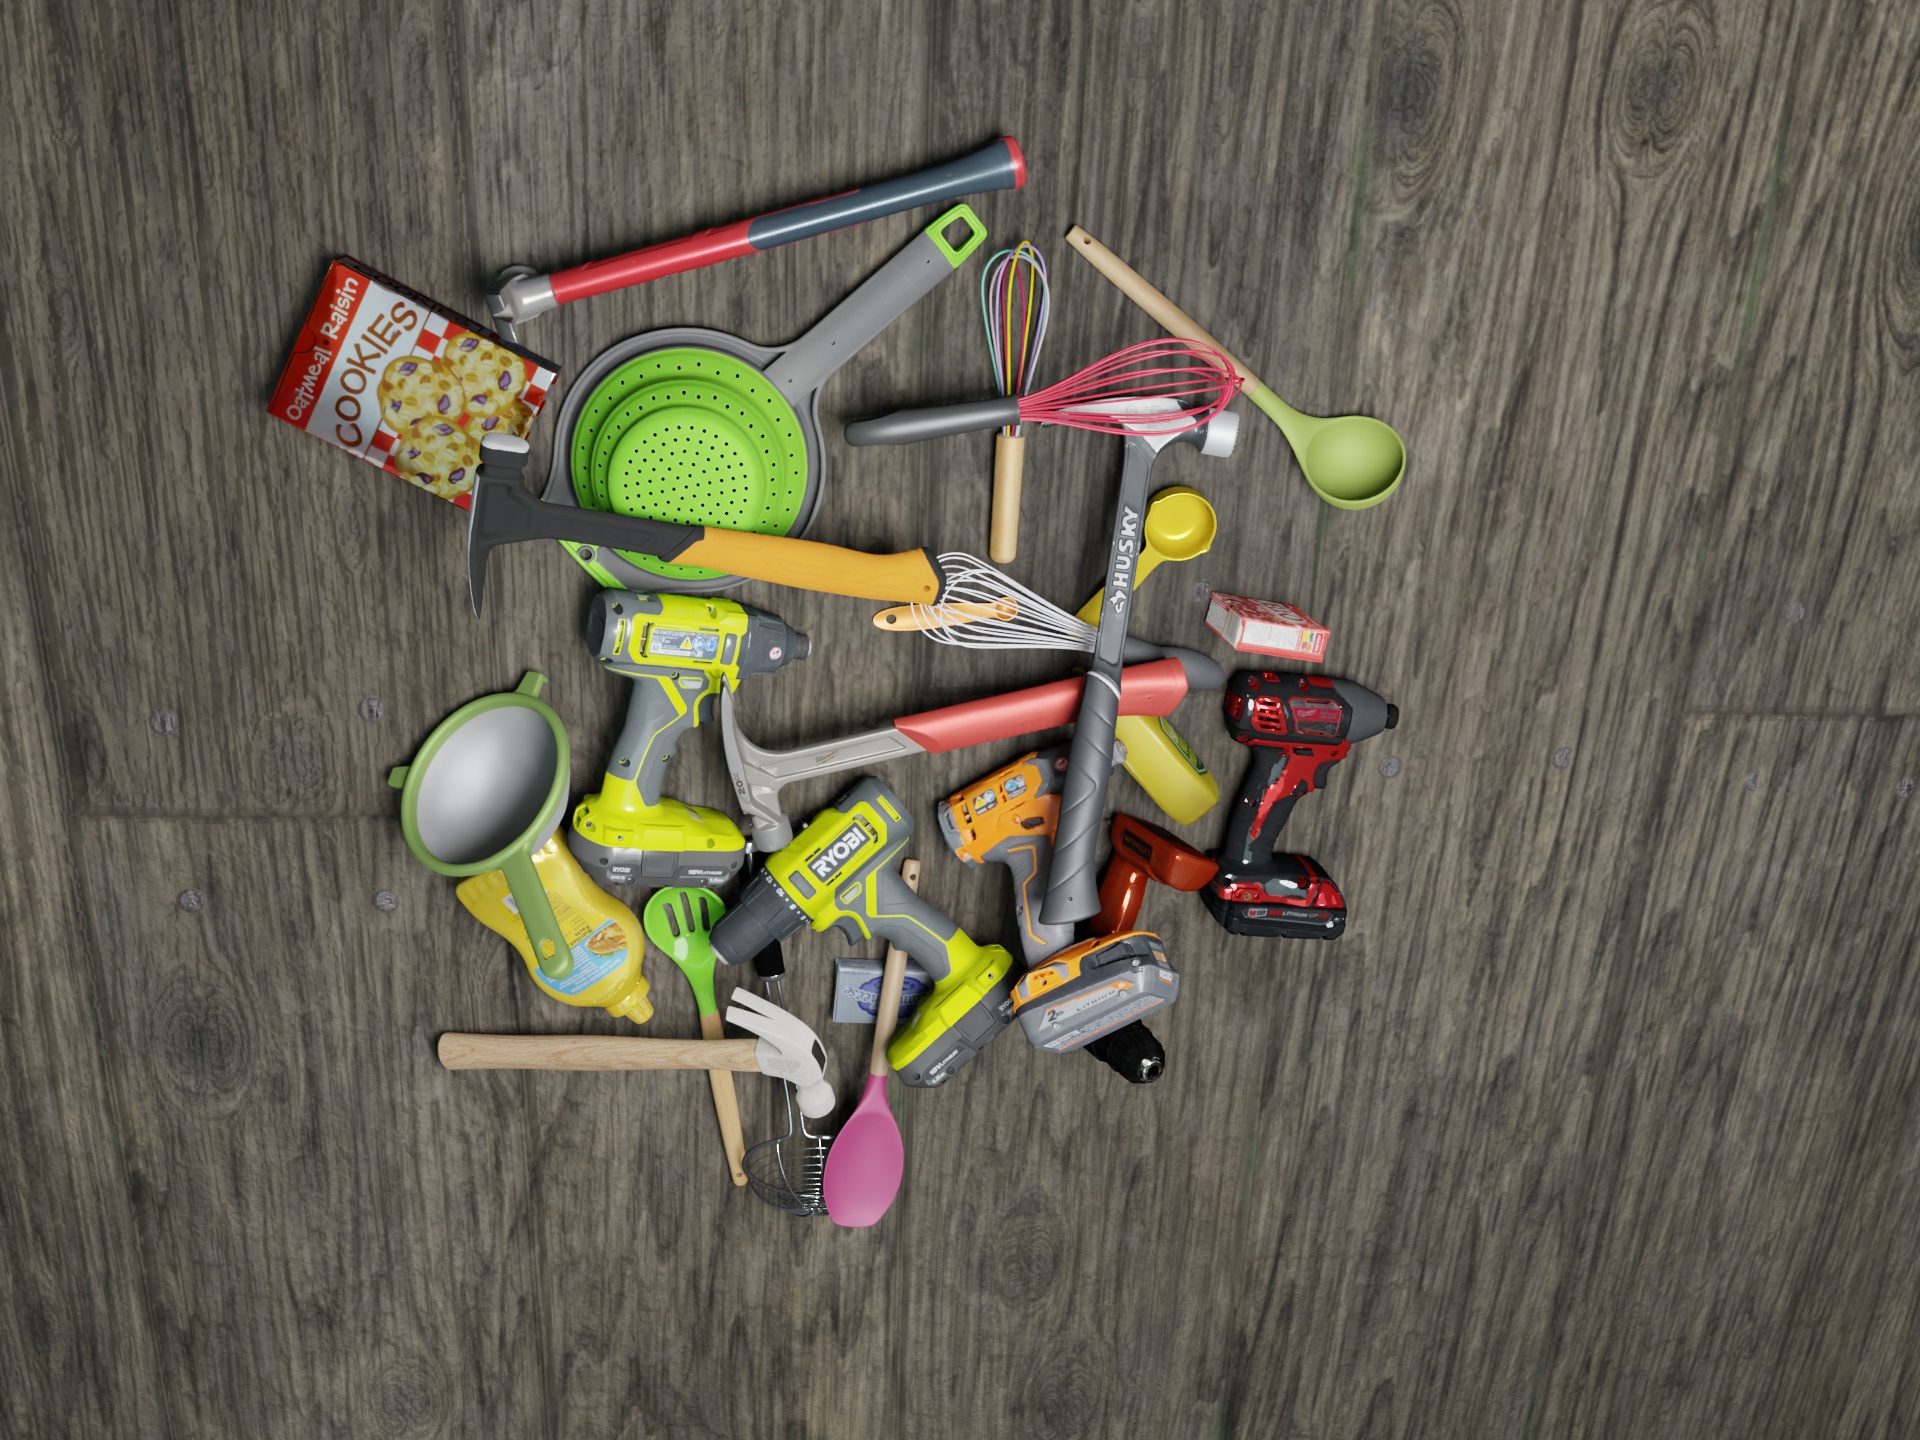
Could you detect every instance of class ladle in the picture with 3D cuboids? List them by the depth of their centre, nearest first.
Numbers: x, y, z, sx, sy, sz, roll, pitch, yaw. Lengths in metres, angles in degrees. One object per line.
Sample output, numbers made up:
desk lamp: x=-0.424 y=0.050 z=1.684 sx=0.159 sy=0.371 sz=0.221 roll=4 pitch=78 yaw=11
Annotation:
ladle: x=0.209 y=-0.272 z=1.209 sx=0.320 sy=0.062 sz=0.078 roll=36 pitch=78 yaw=-15

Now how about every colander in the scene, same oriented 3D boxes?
colander: x=-0.137 y=-0.232 z=1.158 sx=0.397 sy=0.095 sz=0.204 roll=-39 pitch=110 yaw=8

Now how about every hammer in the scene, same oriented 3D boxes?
hammer: x=-0.138 y=-0.338 z=1.106 sx=0.386 sy=0.143 sz=0.038 roll=-17 pitch=114 yaw=-5
hammer: x=-0.175 y=-0.114 z=1.129 sx=0.336 sy=0.034 sz=0.127 roll=7 pitch=115 yaw=-17
hammer: x=0.106 y=-0.047 z=1.198 sx=0.149 sy=0.036 sz=0.409 roll=10 pitch=85 yaw=-1
hammer: x=-0.002 y=-0.004 z=1.229 sx=0.359 sy=0.037 sz=0.149 roll=-13 pitch=118 yaw=-5
hammer: x=-0.274 y=0.273 z=1.310 sx=0.331 sy=0.031 sz=0.129 roll=-1 pitch=130 yaw=11

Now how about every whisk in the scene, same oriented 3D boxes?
whisk: x=0.061 y=-0.230 z=1.162 sx=0.296 sy=0.073 sz=0.073 roll=-8 pitch=111 yaw=0
whisk: x=0.037 y=-0.238 z=1.207 sx=0.051 sy=0.047 sz=0.244 roll=0 pitch=113 yaw=-8
whisk: x=0.091 y=-0.070 z=1.258 sx=0.284 sy=0.070 sz=0.070 roll=14 pitch=108 yaw=-23

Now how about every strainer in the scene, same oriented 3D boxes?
strainer: x=-0.328 y=0.096 z=1.204 sx=0.151 sy=0.257 sz=0.069 roll=-35 pitch=148 yaw=5

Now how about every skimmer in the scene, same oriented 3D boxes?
skimmer: x=-0.148 y=0.268 z=1.375 sx=0.127 sy=0.090 sz=0.363 roll=-7 pitch=101 yaw=7

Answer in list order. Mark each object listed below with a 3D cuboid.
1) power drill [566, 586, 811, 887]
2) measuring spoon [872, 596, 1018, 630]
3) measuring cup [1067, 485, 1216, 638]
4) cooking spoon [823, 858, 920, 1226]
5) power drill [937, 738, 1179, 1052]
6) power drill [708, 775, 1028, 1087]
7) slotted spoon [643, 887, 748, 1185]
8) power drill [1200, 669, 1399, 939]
power drill: x=-0.214 y=0.014 z=1.240 sx=0.171 sy=0.080 sz=0.223 roll=5 pitch=108 yaw=-29
measuring spoon: x=-0.012 y=-0.086 z=1.274 sx=0.117 sy=0.011 sz=0.021 roll=-5 pitch=110 yaw=-1
measuring cup: x=0.139 y=-0.125 z=1.274 sx=0.062 sy=0.029 sz=0.156 roll=36 pitch=114 yaw=-21
cooking spoon: x=-0.066 y=0.274 z=1.349 sx=0.068 sy=0.017 sz=0.319 roll=8 pitch=93 yaw=-18
power drill: x=0.087 y=0.127 z=1.252 sx=0.164 sy=0.227 sz=0.084 roll=-30 pitch=153 yaw=18
power drill: x=-0.072 y=0.185 z=1.294 sx=0.190 sy=0.080 sz=0.228 roll=-42 pitch=96 yaw=-6
slotted spoon: x=-0.215 y=0.272 z=1.370 sx=0.070 sy=0.031 sz=0.313 roll=-8 pitch=113 yaw=-4
power drill: x=0.283 y=0.068 z=1.333 sx=0.143 sy=0.079 sz=0.219 roll=4 pitch=107 yaw=-9
